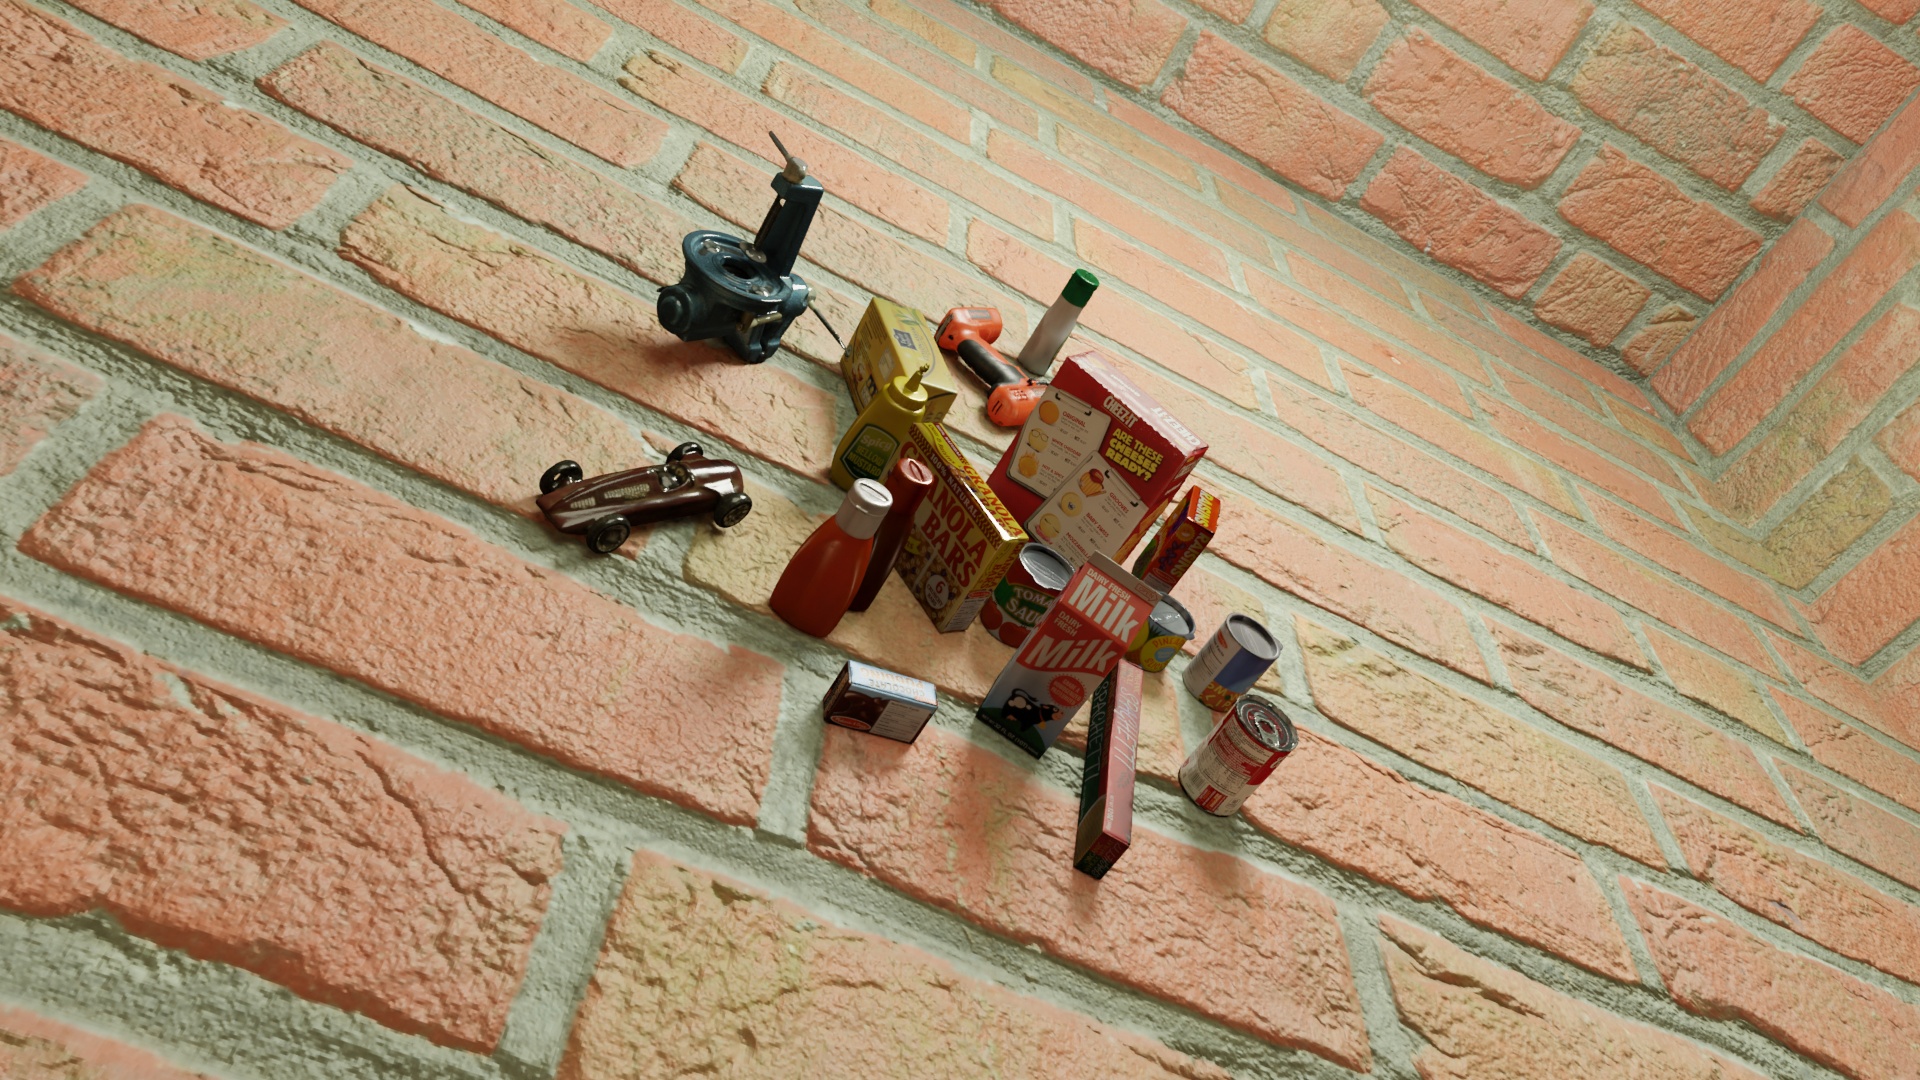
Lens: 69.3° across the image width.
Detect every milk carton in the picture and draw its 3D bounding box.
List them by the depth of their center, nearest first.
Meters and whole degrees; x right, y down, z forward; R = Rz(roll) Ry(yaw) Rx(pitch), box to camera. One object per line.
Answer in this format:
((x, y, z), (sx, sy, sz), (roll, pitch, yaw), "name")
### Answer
((0.097, 0.095, 1.217), (0.072, 0.189, 0.074), (34, 31, 2), "milk carton")

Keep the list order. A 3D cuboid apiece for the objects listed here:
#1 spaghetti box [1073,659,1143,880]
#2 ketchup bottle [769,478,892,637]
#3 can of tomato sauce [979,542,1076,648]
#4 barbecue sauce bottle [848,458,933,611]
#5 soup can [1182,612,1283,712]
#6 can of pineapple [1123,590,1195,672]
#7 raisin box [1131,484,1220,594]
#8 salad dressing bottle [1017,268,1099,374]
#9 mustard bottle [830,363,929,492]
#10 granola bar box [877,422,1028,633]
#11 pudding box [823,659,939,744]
((0.135, 0.197, 1.244), (0.029, 0.050, 0.251), (29, 31, -7), "spaghetti box")
((-0.106, 0.013, 1.186), (0.065, 0.148, 0.044), (33, 31, -1), "ketchup bottle")
((0.066, 0.055, 1.348), (0.071, 0.082, 0.071), (24, 32, -16), "can of tomato sauce")
((-0.073, -0.008, 1.246), (0.044, 0.147, 0.065), (9, 38, -34), "barbecue sauce bottle")
((0.283, 0.128, 1.443), (0.071, 0.083, 0.072), (24, 32, -16), "soup can")
((0.201, 0.095, 1.439), (0.071, 0.057, 0.071), (23, 32, -16), "can of pineapple")
((0.235, 0.009, 1.527), (0.040, 0.122, 0.086), (32, 31, -2), "raisin box")
((0.130, -0.287, 1.823), (0.044, 0.147, 0.064), (29, 31, -8), "salad dressing bottle")
((-0.073, -0.114, 1.384), (0.065, 0.159, 0.049), (30, 31, -6), "mustard bottle")
((-0.018, -0.013, 1.327), (0.039, 0.123, 0.166), (-1, 45, -44), "granola bar box")
((-0.066, 0.134, 1.149), (0.084, 0.049, 0.030), (18, 34, -24), "pudding box")
